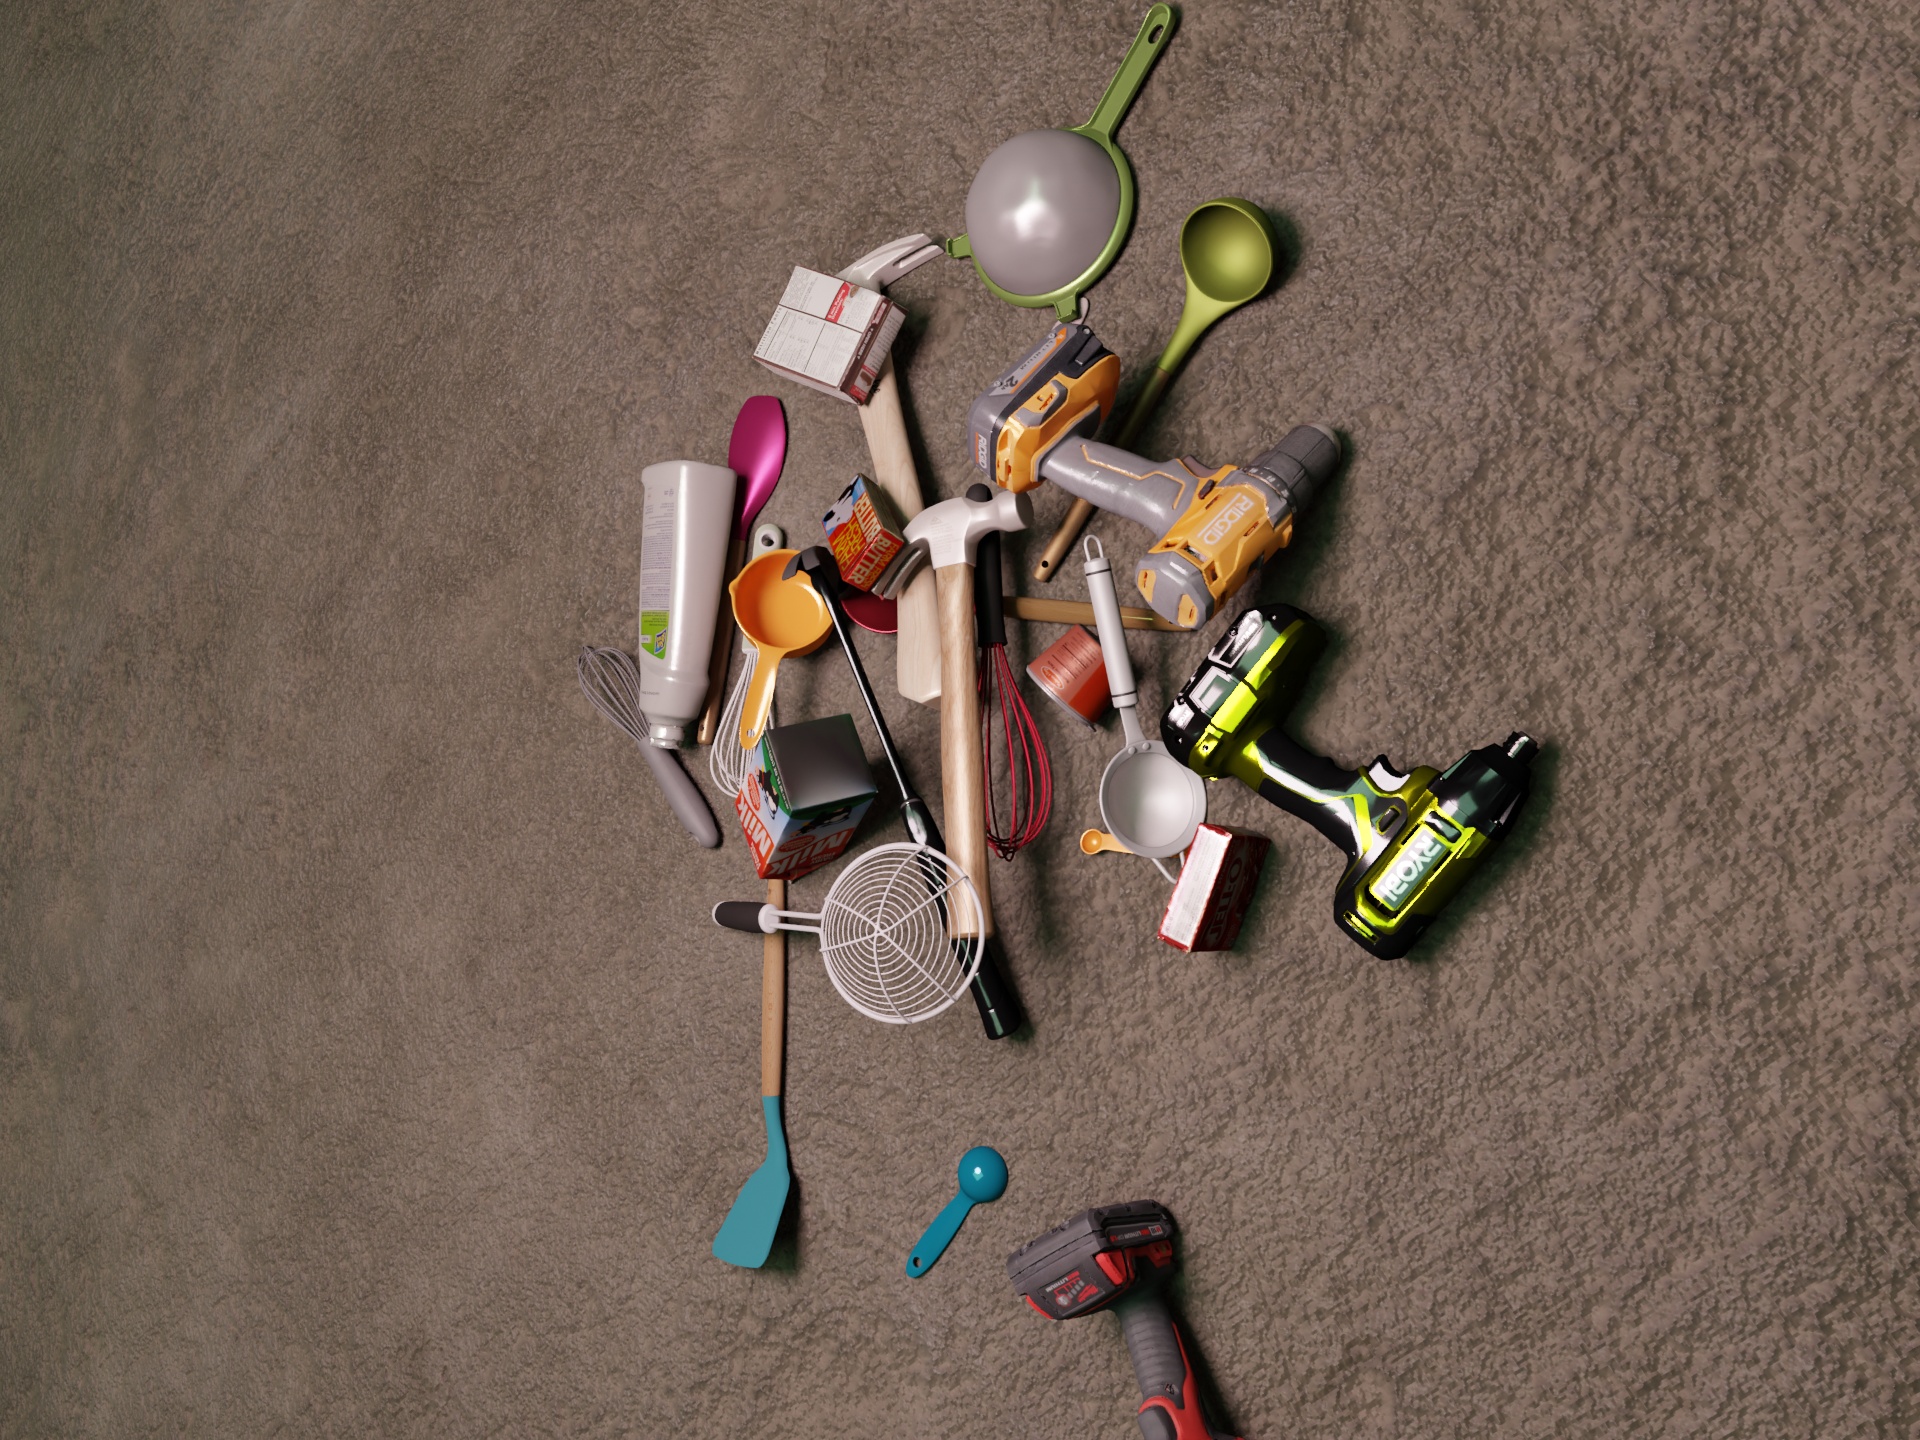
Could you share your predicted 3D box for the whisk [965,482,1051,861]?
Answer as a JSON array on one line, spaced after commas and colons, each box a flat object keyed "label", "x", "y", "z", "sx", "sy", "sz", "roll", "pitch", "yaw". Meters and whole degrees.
[{"label": "whisk", "x": 0.027, "y": -0.039, "z": 1.222, "sx": 0.073, "sy": 0.073, "sz": 0.296, "roll": -10, "pitch": 80, "yaw": 32}]

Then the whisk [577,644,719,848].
[{"label": "whisk", "x": -0.283, "y": 0.022, "z": 1.445, "sx": 0.055, "sy": 0.055, "sz": 0.239, "roll": -44, "pitch": 68, "yaw": 21}]

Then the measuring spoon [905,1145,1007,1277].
[{"label": "measuring spoon", "x": -0.010, "y": 0.385, "z": 1.232, "sx": 0.042, "sy": 0.021, "sz": 0.128, "roll": 41, "pitch": 105, "yaw": 30}]

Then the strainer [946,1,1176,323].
[{"label": "strainer", "x": 0.084, "y": -0.454, "z": 1.251, "sx": 0.152, "sy": 0.069, "sz": 0.256, "roll": 40, "pitch": 105, "yaw": 32}]

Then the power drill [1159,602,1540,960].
[{"label": "power drill", "x": 0.261, "y": 0.027, "z": 1.075, "sx": 0.223, "sy": 0.080, "sz": 0.171, "roll": 43, "pitch": 106, "yaw": 26}]

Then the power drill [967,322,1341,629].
[{"label": "power drill", "x": 0.141, "y": -0.189, "z": 1.128, "sx": 0.226, "sy": 0.084, "sz": 0.185, "roll": 39, "pitch": 69, "yaw": 19}]

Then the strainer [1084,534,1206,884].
[{"label": "strainer", "x": 0.122, "y": -0.008, "z": 1.154, "sx": 0.050, "sy": 0.087, "sz": 0.258, "roll": -4, "pitch": 98, "yaw": 67}]

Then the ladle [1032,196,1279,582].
[{"label": "ladle", "x": 0.136, "y": -0.243, "z": 1.201, "sx": 0.078, "sy": 0.062, "sz": 0.320, "roll": 36, "pitch": 106, "yaw": 16}]

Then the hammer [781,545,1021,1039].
[{"label": "hammer", "x": -0.042, "y": 0.051, "z": 1.228, "sx": 0.036, "sy": 0.149, "sz": 0.409, "roll": -23, "pitch": 83, "yaw": 7}]

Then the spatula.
[{"label": "spatula", "x": -0.166, "y": 0.288, "z": 1.333, "sx": 0.082, "sy": 0.044, "sz": 0.317, "roll": -11, "pitch": 75, "yaw": 51}]

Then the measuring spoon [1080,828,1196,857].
[{"label": "measuring spoon", "x": 0.144, "y": 0.092, "z": 1.181, "sx": 0.117, "sy": 0.011, "sz": 0.021, "roll": -1, "pitch": 73, "yaw": 29}]

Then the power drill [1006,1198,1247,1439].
[{"label": "power drill", "x": 0.116, "y": 0.443, "z": 1.050, "sx": 0.080, "sy": 0.187, "sz": 0.227, "roll": -38, "pitch": 61, "yaw": 24}]

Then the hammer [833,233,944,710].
[{"label": "hammer", "x": -0.045, "y": -0.204, "z": 1.299, "sx": 0.146, "sy": 0.038, "sz": 0.411, "roll": -24, "pitch": 66, "yaw": 27}]

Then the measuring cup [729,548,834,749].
[{"label": "measuring cup", "x": -0.157, "y": -0.056, "z": 1.343, "sx": 0.095, "sy": 0.052, "sz": 0.174, "roll": 13, "pitch": 80, "yaw": 0}]

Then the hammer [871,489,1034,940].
[{"label": "hammer", "x": -0.002, "y": -0.004, "z": 1.180, "sx": 0.130, "sy": 0.031, "sz": 0.331, "roll": -9, "pitch": 75, "yaw": 29}]

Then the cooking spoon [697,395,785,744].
[{"label": "cooking spoon", "x": -0.204, "y": -0.136, "z": 1.427, "sx": 0.069, "sy": 0.017, "sz": 0.319, "roll": 7, "pitch": 88, "yaw": 36}]

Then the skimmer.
[{"label": "skimmer", "x": -0.101, "y": 0.160, "z": 1.240, "sx": 0.363, "sy": 0.090, "sz": 0.127, "roll": -10, "pitch": 74, "yaw": 64}]

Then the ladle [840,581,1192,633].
[{"label": "ladle", "x": 0.040, "y": -0.091, "z": 1.260, "sx": 0.315, "sy": 0.031, "sz": 0.069, "roll": 8, "pitch": 88, "yaw": 31}]

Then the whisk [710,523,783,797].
[{"label": "whisk", "x": -0.179, "y": -0.052, "z": 1.388, "sx": 0.058, "sy": 0.059, "sz": 0.246, "roll": 6, "pitch": 82, "yaw": -3}]

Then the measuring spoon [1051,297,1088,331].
[{"label": "measuring spoon", "x": 0.061, "y": -0.288, "z": 1.276, "sx": 0.034, "sy": 0.018, "sz": 0.124, "roll": 45, "pitch": 107, "yaw": 29}]
